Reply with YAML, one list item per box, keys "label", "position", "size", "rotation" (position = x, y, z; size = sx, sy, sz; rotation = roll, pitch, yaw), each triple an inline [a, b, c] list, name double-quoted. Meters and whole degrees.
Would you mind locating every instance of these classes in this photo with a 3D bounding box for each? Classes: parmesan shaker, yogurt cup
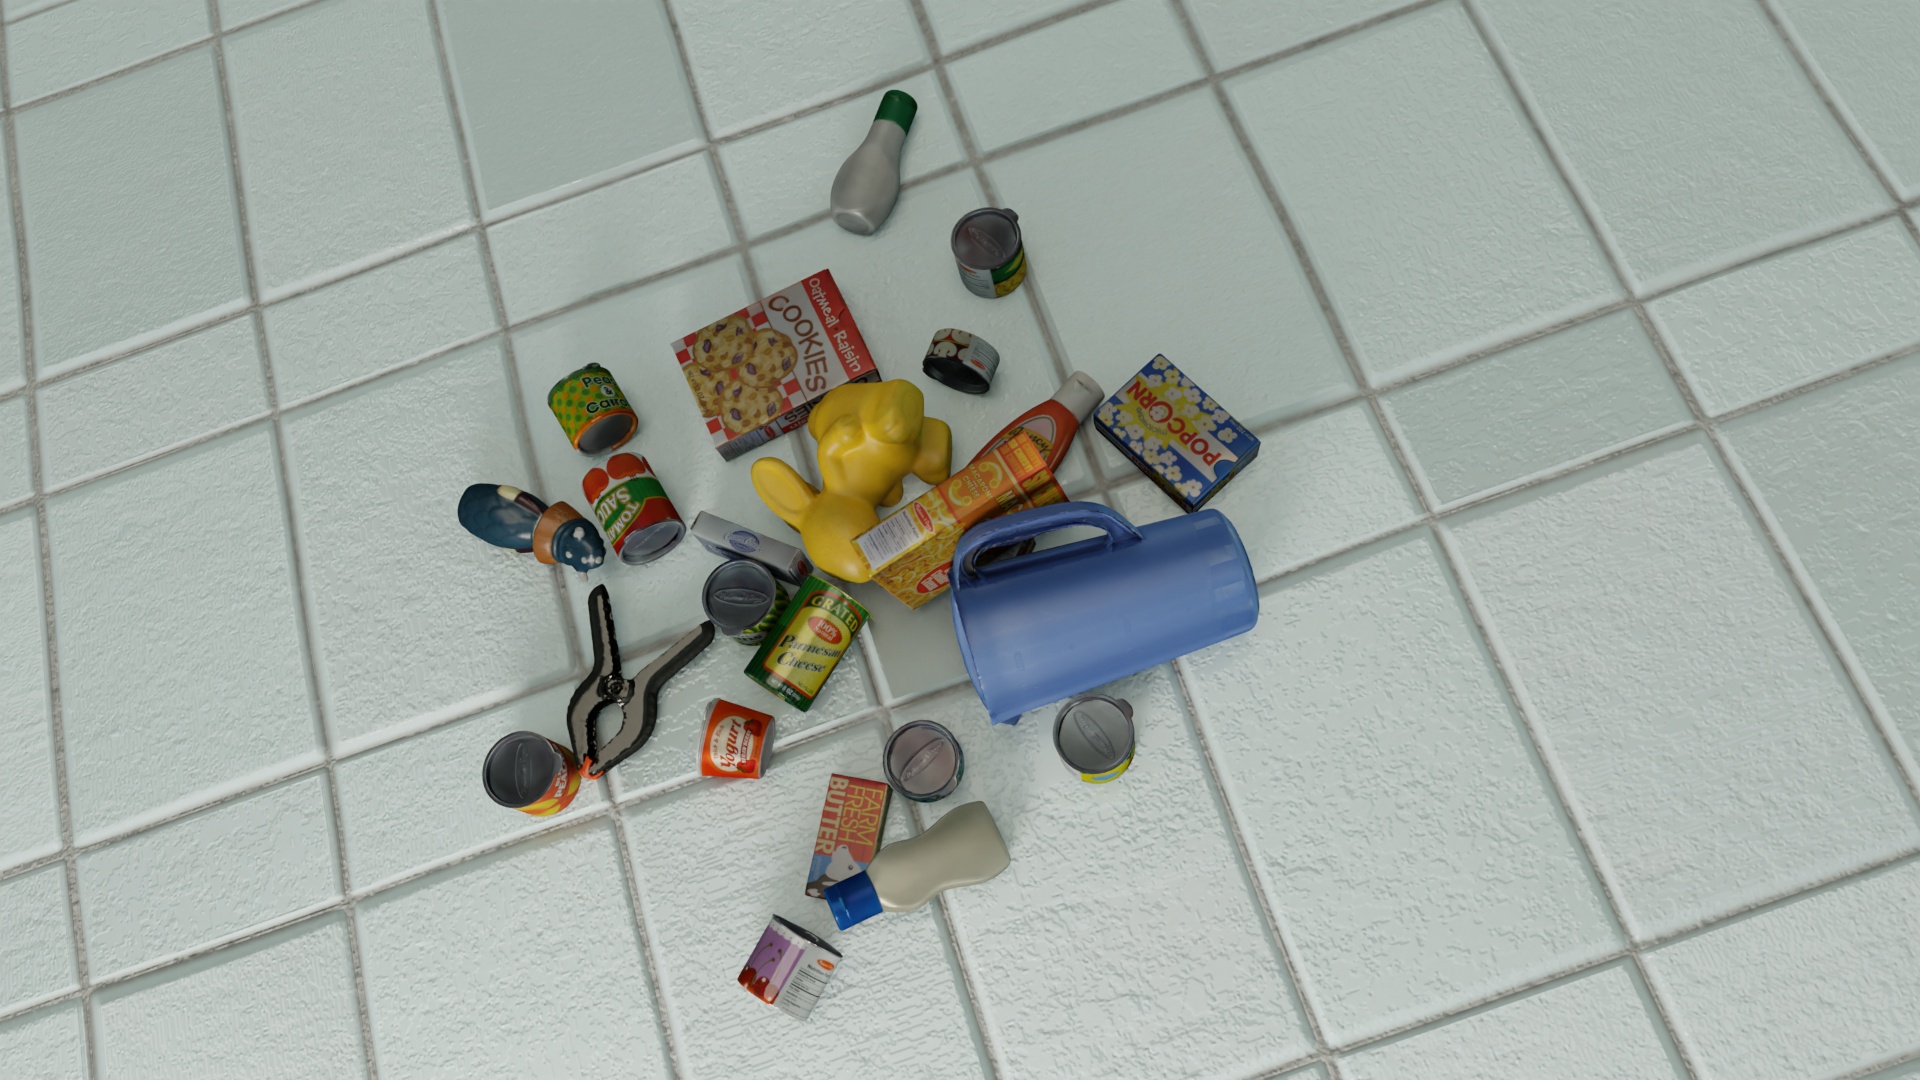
- label: "parmesan shaker"
  position: [-0.131, 0.091, 1.206]
  size: [0.071, 0.071, 0.103]
  rotation: [29, 78, 16]
- label: "yogurt cup"
  position: [-0.191, 0.172, 1.187]
  size: [0.054, 0.072, 0.072]
  rotation: [10, 73, 3]

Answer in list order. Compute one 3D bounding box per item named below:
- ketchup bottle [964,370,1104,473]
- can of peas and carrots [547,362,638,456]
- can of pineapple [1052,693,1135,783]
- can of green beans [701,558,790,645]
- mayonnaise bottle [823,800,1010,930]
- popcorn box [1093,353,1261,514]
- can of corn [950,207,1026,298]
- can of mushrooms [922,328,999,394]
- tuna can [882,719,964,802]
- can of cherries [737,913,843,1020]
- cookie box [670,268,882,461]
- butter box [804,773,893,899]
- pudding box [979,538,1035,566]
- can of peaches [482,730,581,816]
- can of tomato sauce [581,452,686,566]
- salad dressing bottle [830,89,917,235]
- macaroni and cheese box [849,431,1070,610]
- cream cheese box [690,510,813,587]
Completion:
- label: "ketchup bottle"
  position: [0.069, -0.088, 1.251]
  size: [0.065, 0.043, 0.149]
  rotation: [40, 80, 13]
- label: "can of peas and carrots"
  position: [-0.344, -0.122, 1.308]
  size: [0.071, 0.070, 0.059]
  rotation: [-33, 71, -4]
- label: "can of pineapple"
  position: [0.113, 0.164, 1.148]
  size: [0.071, 0.057, 0.071]
  rotation: [-2, 71, 7]
- label: "can of green beans"
  position: [-0.188, 0.055, 1.229]
  size: [0.071, 0.057, 0.071]
  rotation: [-2, 71, 7]
- label: "mayonnaise bottle"
  position: [-0.037, 0.268, 1.128]
  size: [0.148, 0.041, 0.065]
  rotation: [-23, 73, -12]
- label: "popcorn box"
  position: [0.192, -0.095, 1.238]
  size: [0.085, 0.038, 0.127]
  rotation: [-42, 70, -8]
- label: "can of corn"
  position: [0.029, -0.272, 1.312]
  size: [0.071, 0.058, 0.071]
  rotation: [-3, 71, 8]
- label: "can of mushrooms"
  position: [-0.001, -0.165, 1.276]
  size: [0.071, 0.071, 0.033]
  rotation: [18, 75, 14]
- label: "tuna can"
  position: [-0.029, 0.189, 1.173]
  size: [0.071, 0.032, 0.071]
  rotation: [-3, 71, 7]
- label: "can of cherries"
  position: [-0.139, 0.343, 1.119]
  size: [0.071, 0.071, 0.058]
  rotation: [26, 78, 16]
- label: "cookie box"
  position: [-0.173, -0.167, 1.314]
  size: [0.167, 0.040, 0.123]
  rotation: [-26, 69, -2]
- label: "butter box"
  position: [-0.093, 0.251, 1.165]
  size: [0.053, 0.024, 0.104]
  rotation: [8, 73, 10]
- label: "pudding box"
  position: [0.019, 0.003, 1.233]
  size: [0.084, 0.030, 0.050]
  rotation: [23, 77, 15]
- label: "can of peaches"
  position: [-0.368, 0.203, 1.204]
  size: [0.071, 0.058, 0.071]
  rotation: [-2, 70, 7]
- label: "can of tomato sauce"
  position: [-0.301, -0.029, 1.269]
  size: [0.071, 0.071, 0.083]
  rotation: [-33, 69, -4]
- label: "salad dressing bottle"
  position: [-0.082, -0.375, 1.373]
  size: [0.064, 0.044, 0.148]
  rotation: [15, 73, 15]
- label: "macaroni and cheese box"
  position: [0.004, -0.014, 1.155]
  size: [0.166, 0.123, 0.040]
  rotation: [-33, 69, 4]
- label: "cream cheese box"
  position: [-0.187, 0.008, 1.248]
  size: [0.104, 0.053, 0.024]
  rotation: [21, 74, 14]
